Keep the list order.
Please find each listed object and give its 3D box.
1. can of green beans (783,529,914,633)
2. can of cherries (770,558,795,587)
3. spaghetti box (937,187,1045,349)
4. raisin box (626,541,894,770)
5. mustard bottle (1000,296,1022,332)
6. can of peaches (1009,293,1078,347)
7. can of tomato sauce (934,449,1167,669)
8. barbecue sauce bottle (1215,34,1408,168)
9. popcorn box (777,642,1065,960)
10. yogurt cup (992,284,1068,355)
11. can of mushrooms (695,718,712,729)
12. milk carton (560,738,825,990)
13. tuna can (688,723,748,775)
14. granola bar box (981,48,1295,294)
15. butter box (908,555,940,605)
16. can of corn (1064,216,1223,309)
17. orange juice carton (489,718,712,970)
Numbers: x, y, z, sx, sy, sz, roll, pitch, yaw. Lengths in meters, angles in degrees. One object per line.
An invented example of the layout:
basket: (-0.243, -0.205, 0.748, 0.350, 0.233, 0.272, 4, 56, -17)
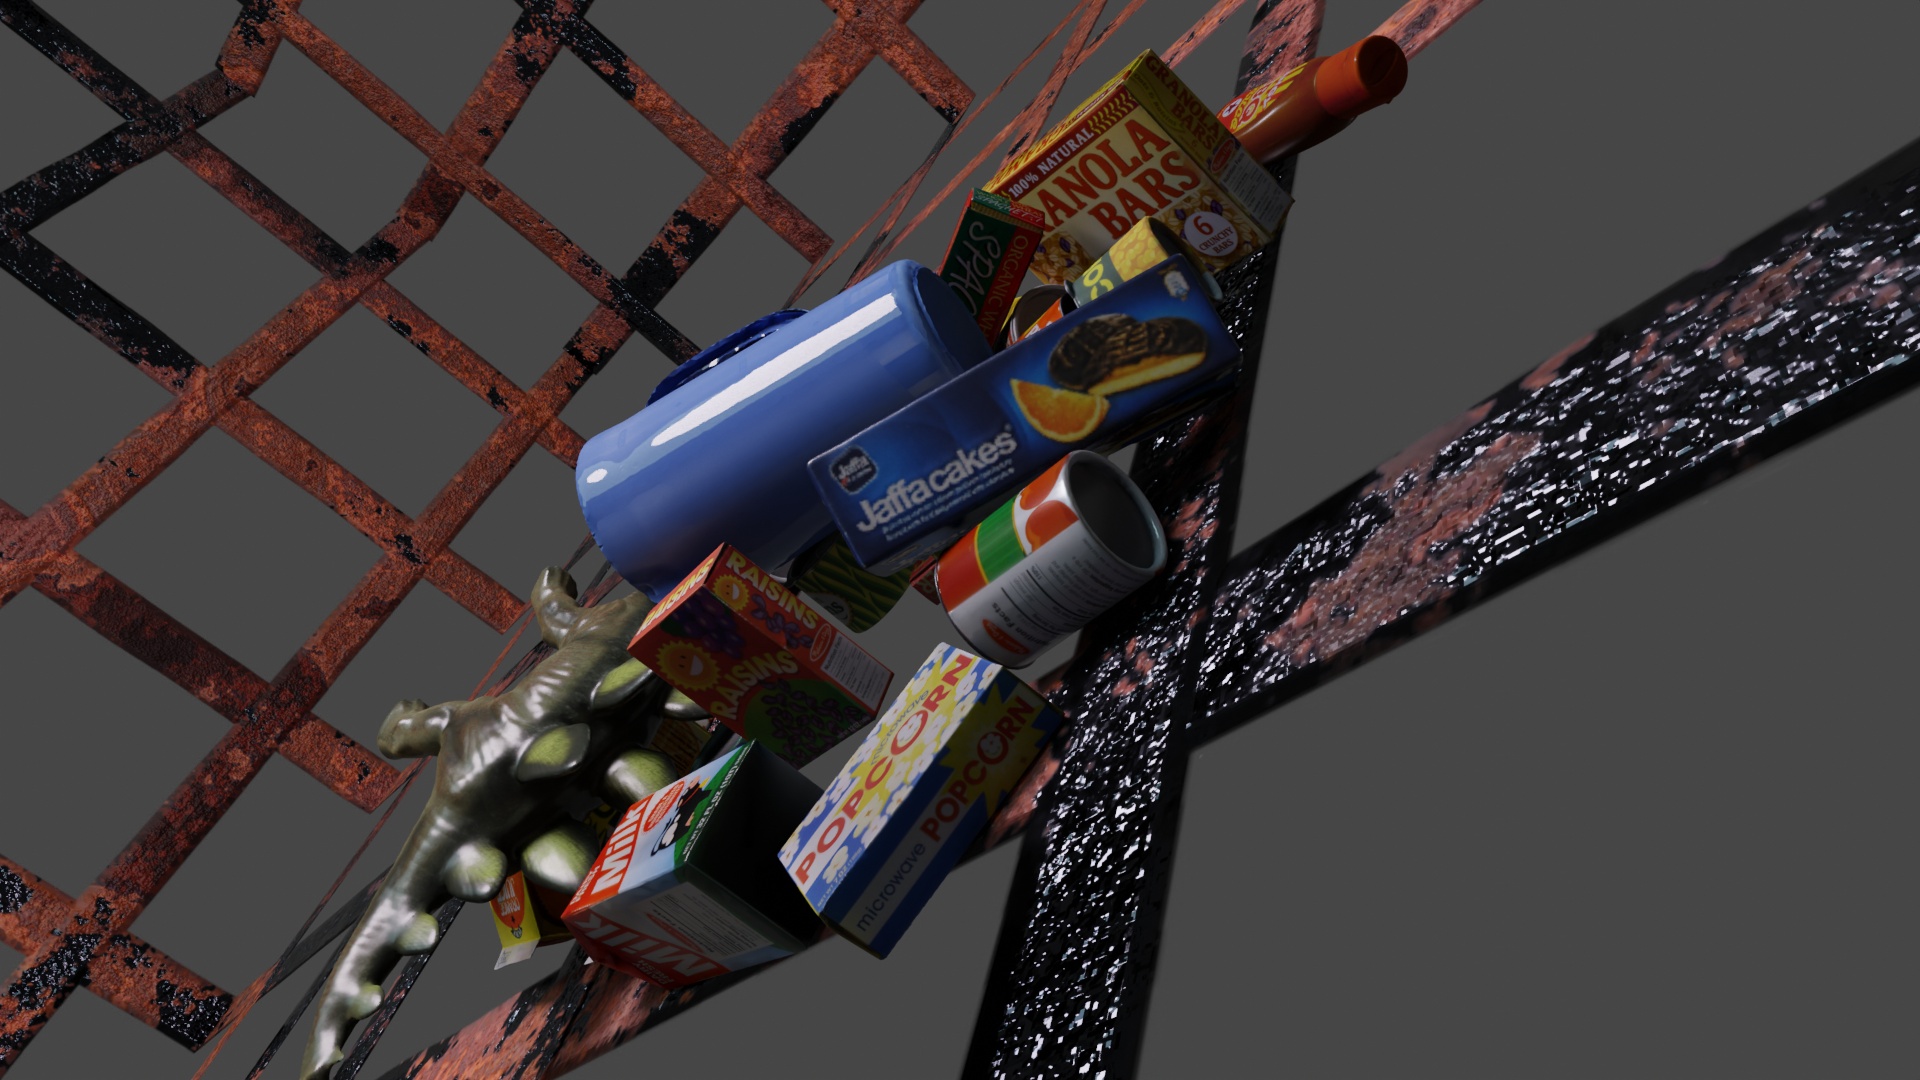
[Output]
can of green beans: (-0.069, 0.018, 0.899, 0.071, 0.058, 0.071, -44, 17, 17)
can of cherries: (-0.157, 0.008, 1.132, 0.058, 0.071, 0.072, -27, 28, 54)
spaghetti box: (-0.012, -0.110, 0.894, 0.029, 0.050, 0.248, -82, 14, -51)
raisin box: (-0.112, 0.068, 0.783, 0.085, 0.123, 0.040, -37, 21, 38)
mustard bottle: (0.032, -0.142, 1.011, 0.159, 0.049, 0.065, -23, 31, 55)
can of peaches: (0.061, -0.099, 0.802, 0.058, 0.071, 0.071, -41, 18, 29)
can of tomato sauce: (0.040, 0.007, 0.619, 0.082, 0.071, 0.071, -38, 19, 32)
barbecue sauce bottle: (0.205, -0.259, 0.830, 0.065, 0.043, 0.148, -52, 17, -14)
popcorn box: (-0.020, 0.108, 0.602, 0.127, 0.038, 0.085, -52, 16, -9)
yogurt cup: (0.054, -0.122, 0.885, 0.073, 0.072, 0.053, -57, 10, -25)
can of mushrooms: (-0.219, 0.141, 1.060, 0.071, 0.033, 0.071, -45, 17, 18)
milk carton: (-0.136, 0.171, 0.702, 0.189, 0.073, 0.073, -32, 23, 46)
tuna can: (-0.137, 0.136, 0.856, 0.071, 0.033, 0.071, -44, 17, 17)
granola bar box: (0.097, -0.200, 0.835, 0.165, 0.124, 0.039, -24, 28, 56)
butter box: (0.003, -0.010, 0.834, 0.053, 0.024, 0.104, -39, 19, 31)
can of corn: (0.103, -0.141, 0.781, 0.058, 0.071, 0.071, -41, 18, 25)
orange juice carton: (-0.248, 0.199, 0.934, 0.071, 0.073, 0.194, -29, 27, 49)
